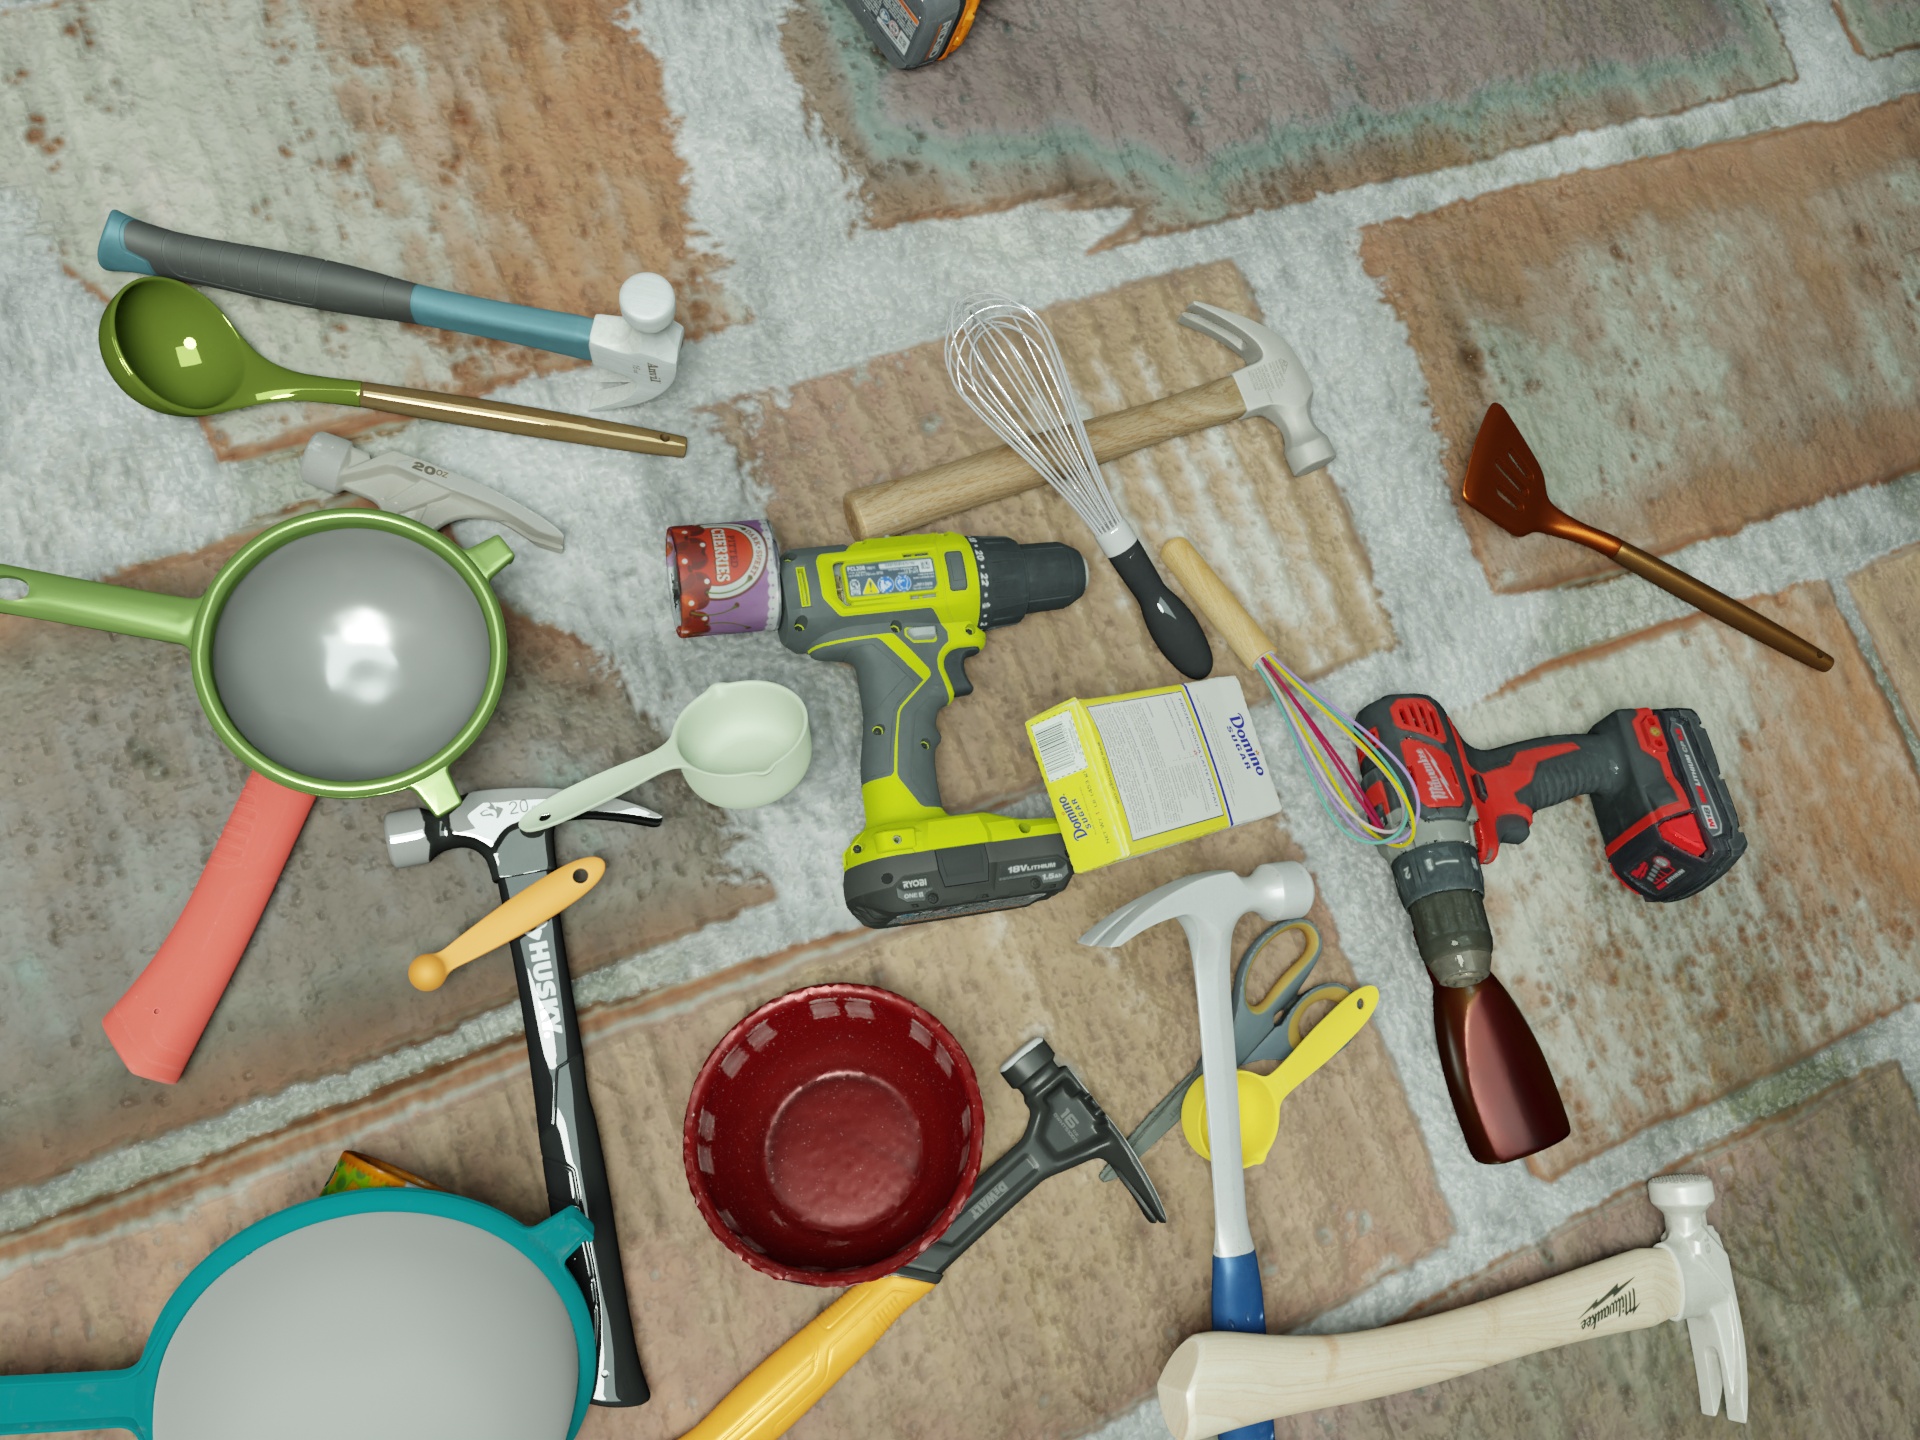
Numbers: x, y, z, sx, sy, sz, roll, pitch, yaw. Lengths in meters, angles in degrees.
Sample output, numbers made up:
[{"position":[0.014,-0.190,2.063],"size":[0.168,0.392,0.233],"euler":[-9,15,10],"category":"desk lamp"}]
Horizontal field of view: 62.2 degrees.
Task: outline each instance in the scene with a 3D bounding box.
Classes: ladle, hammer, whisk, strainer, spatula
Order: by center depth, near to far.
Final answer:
[{"position":[-0.335,0.328,0.719],"size":[0.340,0.095,0.211],"euler":[5,103,-19],"category":"strainer"},{"position":[-0.365,-0.039,0.819],"size":[0.256,0.069,0.151],"euler":[10,77,-12],"category":"strainer"},{"position":[-0.210,0.199,0.861],"size":[0.146,0.035,0.335],"euler":[-10,80,-16],"category":"hammer"},{"position":[-0.350,0.022,0.864],"size":[0.149,0.036,0.359],"euler":[22,73,-9],"category":"hammer"},{"position":[-0.042,0.327,0.873],"size":[0.337,0.034,0.127],"euler":[-37,83,-18],"category":"hammer"},{"position":[0.147,0.288,0.892],"size":[0.144,0.035,0.405],"euler":[-4,90,-27],"category":"hammer"},{"position":[-0.321,-0.239,0.899],"size":[0.331,0.128,0.033],"euler":[11,74,-3],"category":"hammer"},{"position":[-0.315,-0.189,0.911],"size":[0.320,0.062,0.078],"euler":[7,66,-16],"category":"ladle"},{"position":[0.297,0.365,0.917],"size":[0.410,0.038,0.146],"euler":[-1,79,-26],"category":"hammer"},{"position":[0.078,-0.138,0.973],"size":[0.070,0.070,0.284],"euler":[-41,108,-19],"category":"whisk"},{"position":[0.199,-0.019,0.986],"size":[0.051,0.047,0.245],"euler":[-36,67,3],"category":"whisk"},{"position":[0.080,-0.180,1.023],"size":[0.331,0.031,0.130],"euler":[-20,84,-18],"category":"hammer"},{"position":[0.482,-0.111,1.108],"size":[0.322,0.041,0.081],"euler":[26,72,-9],"category":"spatula"}]

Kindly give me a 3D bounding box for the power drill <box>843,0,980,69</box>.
[{"position":[0.014,-0.549,1.066],"size":[0.226,0.084,0.164],"euler":[-36,88,-23],"category":"power drill"}]

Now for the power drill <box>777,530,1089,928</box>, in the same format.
[{"position":[-0.001,-0.003,0.940],"size":[0.190,0.080,0.229],"euler":[-7,77,-15],"category":"power drill"}]

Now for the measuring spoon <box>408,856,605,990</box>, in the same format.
[{"position":[-0.241,0.107,0.849],"size":[0.117,0.011,0.021],"euler":[-33,87,-18],"category":"measuring spoon"}]

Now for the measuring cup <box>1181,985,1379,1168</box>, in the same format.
[{"position":[0.193,0.207,0.957],"size":[0.156,0.029,0.062],"euler":[-35,102,-25],"category":"measuring cup"}]

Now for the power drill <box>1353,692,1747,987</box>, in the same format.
[{"position":[0.367,0.073,0.999],"size":[0.226,0.080,0.188],"euler":[1,60,-12],"category":"power drill"}]

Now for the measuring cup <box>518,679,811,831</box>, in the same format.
[{"position":[-0.160,0.034,0.882],"size":[0.167,0.038,0.083],"euler":[-24,46,-14],"category":"measuring cup"}]
